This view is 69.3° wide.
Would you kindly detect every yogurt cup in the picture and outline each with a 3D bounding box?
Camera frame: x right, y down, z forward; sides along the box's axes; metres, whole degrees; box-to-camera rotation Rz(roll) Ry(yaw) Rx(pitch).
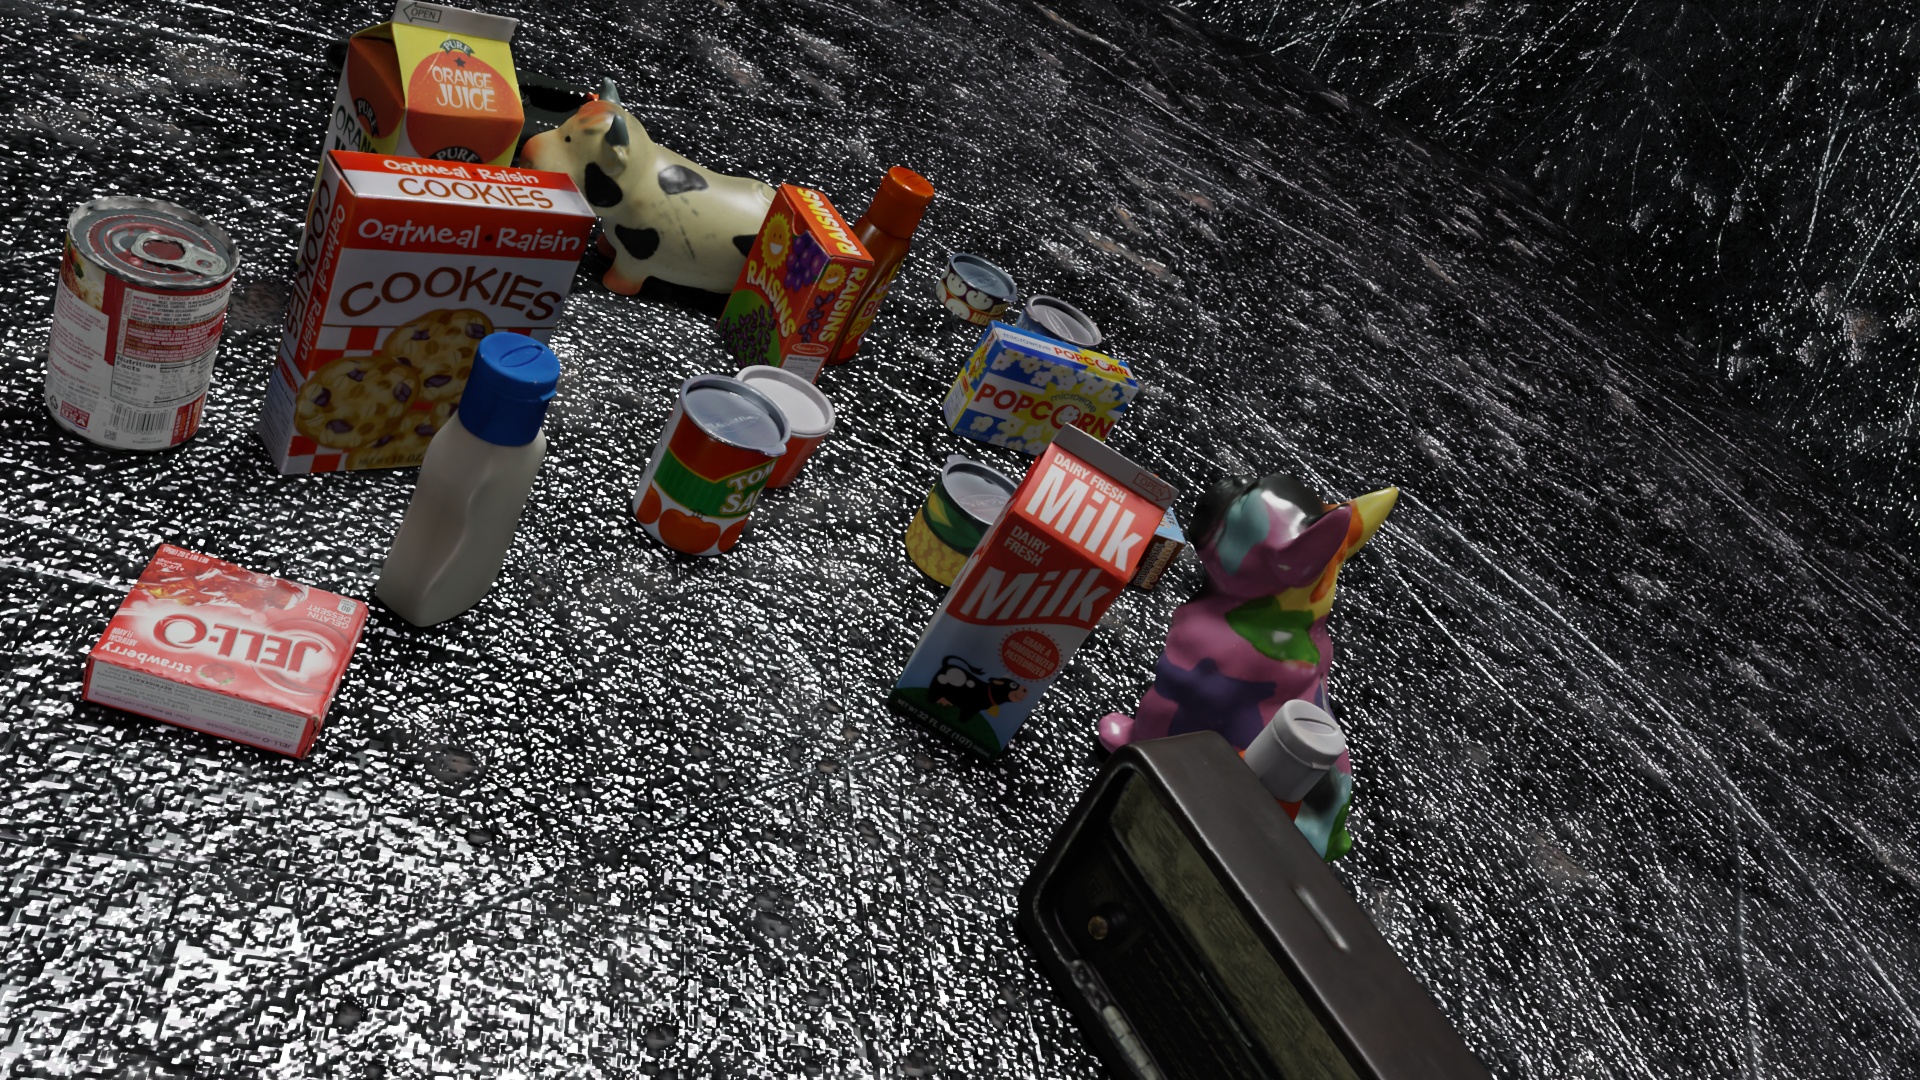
[{"bbox_3d":[-0.120,-0.070,0.882,0.072,0.053,0.073,22,33,-15],"label":"yogurt cup"}]

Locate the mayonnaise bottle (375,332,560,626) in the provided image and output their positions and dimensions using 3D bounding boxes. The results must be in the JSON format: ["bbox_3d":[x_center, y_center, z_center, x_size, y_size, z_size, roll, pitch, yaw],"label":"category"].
[{"bbox_3d":[-0.225,-0.028,0.646,0.041,0.147,0.065,35,32,5],"label":"mayonnaise bottle"}]

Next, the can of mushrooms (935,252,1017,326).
[{"bbox_3d":[0.015,-0.219,1.222,0.071,0.033,0.071,22,33,-15],"label":"can of mushrooms"}]

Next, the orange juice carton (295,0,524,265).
[{"bbox_3d":[-0.309,-0.214,0.788,0.072,0.191,0.073,-10,51,-48],"label":"orange juice carton"}]

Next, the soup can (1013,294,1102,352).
[{"bbox_3d":[0.061,-0.144,1.111,0.071,0.083,0.072,22,33,-15],"label":"soup can"}]

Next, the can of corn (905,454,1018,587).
[{"bbox_3d":[0.003,-0.011,0.902,0.071,0.058,0.071,22,33,-15],"label":"can of corn"}]

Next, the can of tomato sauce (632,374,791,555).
[{"bbox_3d":[-0.142,-0.041,0.796,0.071,0.082,0.071,22,33,-15],"label":"can of tomato sauce"}]

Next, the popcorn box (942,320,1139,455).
[{"bbox_3d":[0.061,-0.110,1.062,0.127,0.084,0.038,13,36,-28],"label":"popcorn box"}]

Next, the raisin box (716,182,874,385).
[{"bbox_3d":[-0.116,-0.168,0.955,0.040,0.122,0.086,1,43,-40],"label":"raisin box"}]

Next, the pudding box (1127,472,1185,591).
[{"bbox_3d":[0.132,-0.010,1.019,0.030,0.049,0.084,17,35,-23],"label":"pudding box"}]

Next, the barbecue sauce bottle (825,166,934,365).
[{"bbox_3d":[-0.068,-0.201,1.018,0.044,0.147,0.065,33,31,2],"label":"barbecue sauce bottle"}]

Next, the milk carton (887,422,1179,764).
[{"bbox_3d":[0.040,0.025,0.759,0.072,0.189,0.074,31,31,-2],"label":"milk carton"}]

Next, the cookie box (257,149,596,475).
[{"bbox_3d":[-0.271,-0.112,0.703,0.123,0.166,0.040,-8,49,-46],"label":"cookie box"}]

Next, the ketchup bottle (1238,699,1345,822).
[{"bbox_3d":[0.142,0.145,0.720,0.065,0.148,0.044,13,36,-28],"label":"ketchup bottle"}]
